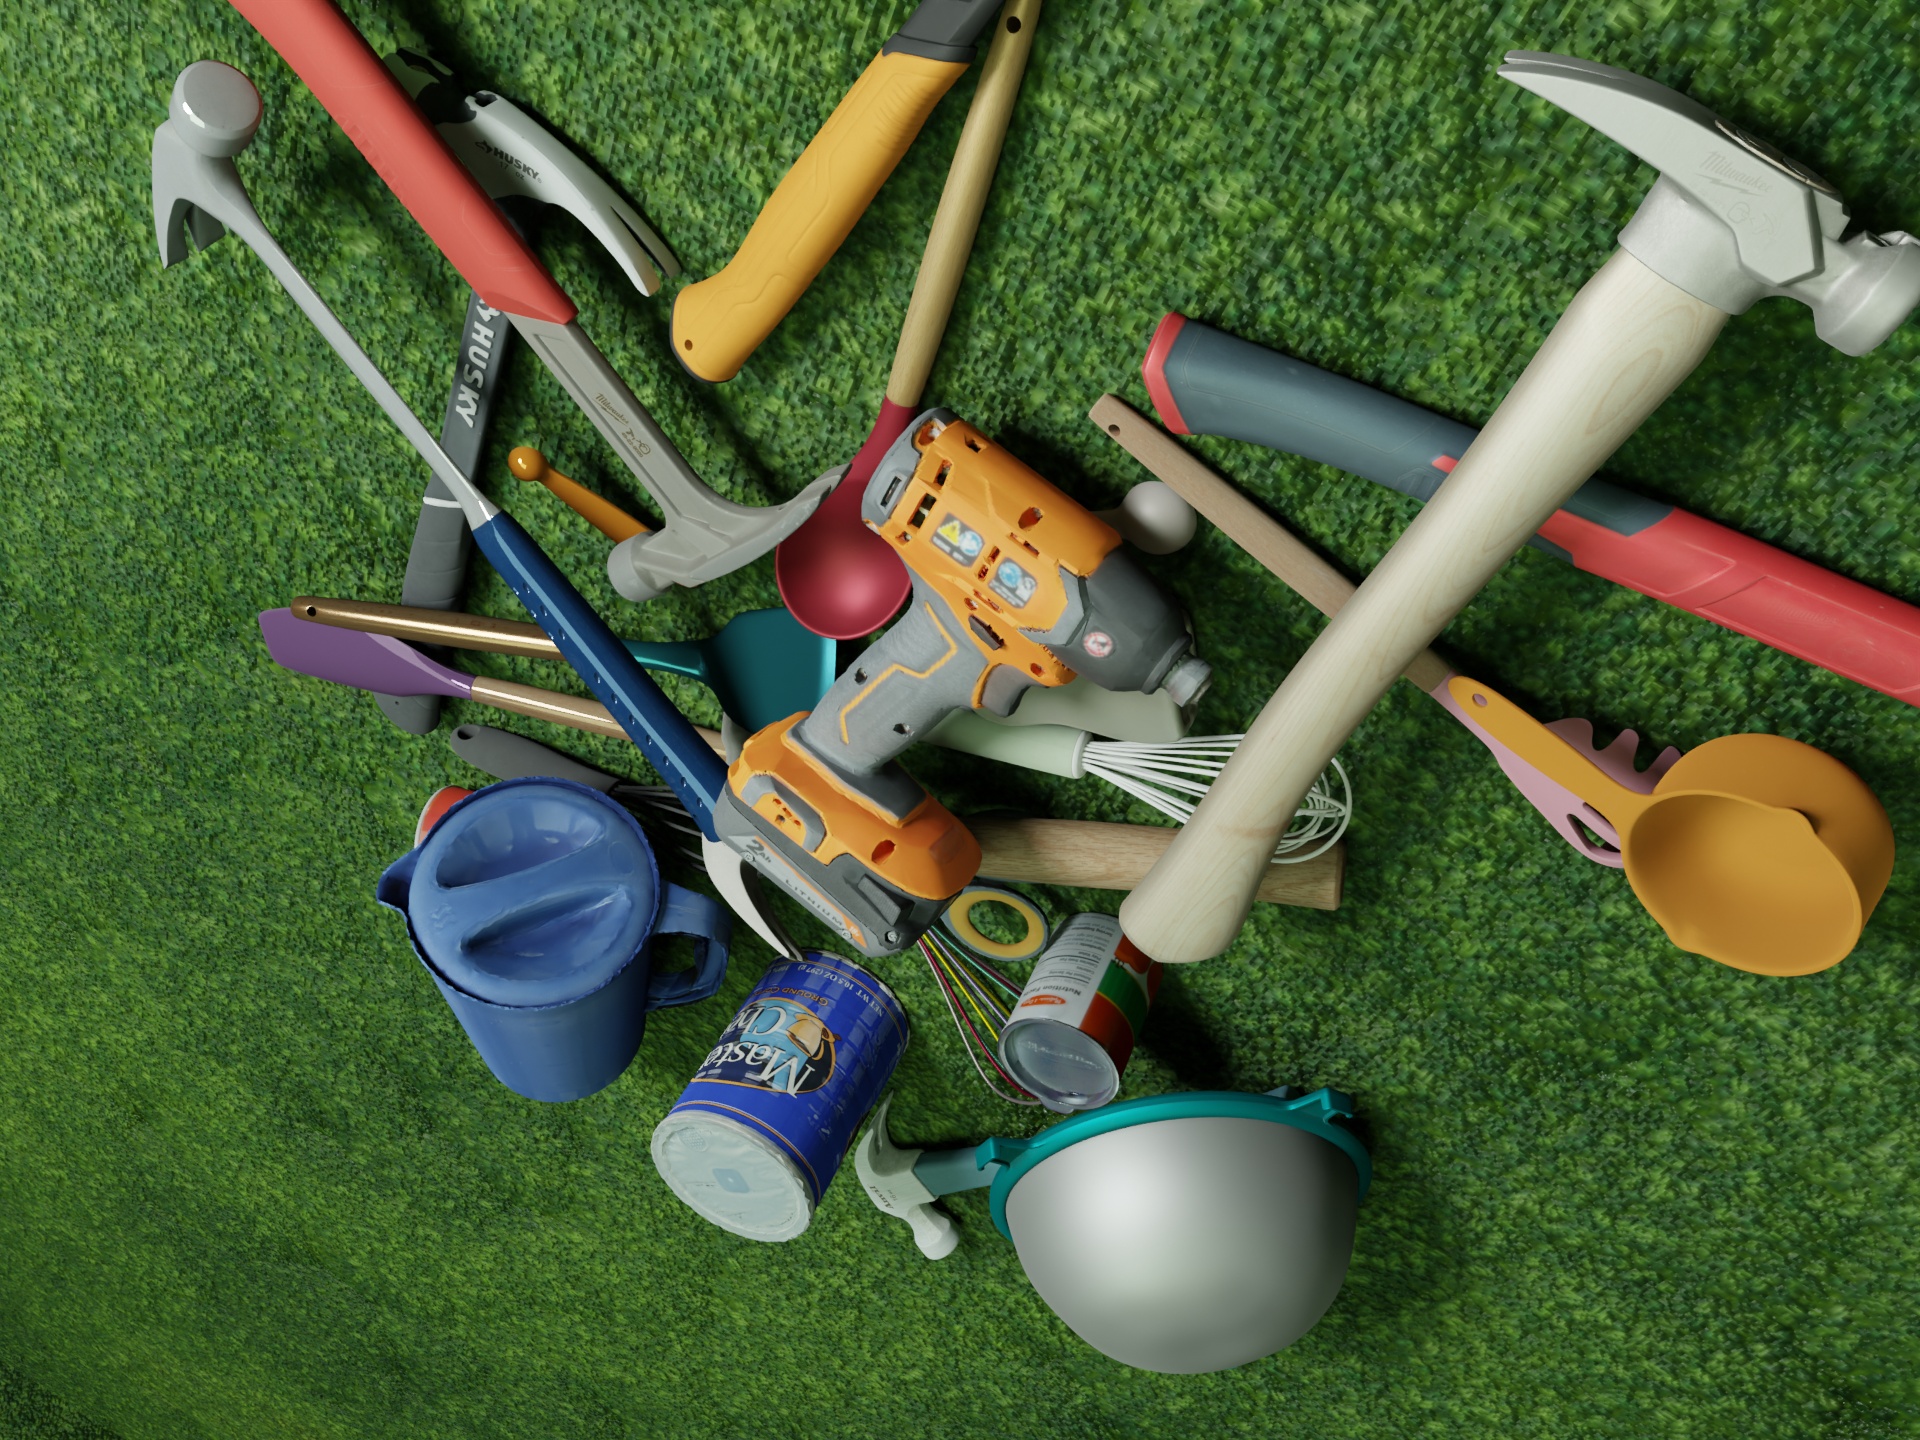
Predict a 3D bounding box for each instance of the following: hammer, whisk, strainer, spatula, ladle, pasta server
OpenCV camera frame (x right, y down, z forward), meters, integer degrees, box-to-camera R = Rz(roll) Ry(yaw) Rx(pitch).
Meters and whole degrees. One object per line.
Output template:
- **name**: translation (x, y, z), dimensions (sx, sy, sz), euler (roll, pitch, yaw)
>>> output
- **hammer**: translation (0.159, -0.043, 0.616), dimensions (0.146, 0.038, 0.410), euler (33, 130, 4)
- **whisk**: translation (-0.010, 0.130, 0.896), dimensions (0.051, 0.047, 0.245), euler (-28, 106, 41)
- **hammer**: translation (0.024, 0.067, 0.802), dimensions (0.331, 0.130, 0.031), euler (3, 170, 17)
- **strainer**: translation (0.137, 0.332, 0.898), dimensions (0.211, 0.095, 0.340), euler (-11, 136, 8)
- **hammer**: translation (-0.257, -0.128, 0.827), dimensions (0.149, 0.036, 0.408), euler (31, 134, 1)
- **hammer**: translation (-0.202, -0.210, 0.678), dimensions (0.149, 0.037, 0.358), euler (-19, 116, 41)
- **hammer**: translation (-0.234, -0.104, 0.760), dimensions (0.405, 0.035, 0.144), euler (53, 149, -16)
- **spatula**: translation (-0.214, -0.040, 0.840), dimensions (0.317, 0.044, 0.082), euler (8, 101, 10)
- **whisk**: translation (-0.202, 0.042, 0.928), dimensions (0.239, 0.055, 0.055), euler (18, 132, 20)
- **ladle**: translation (-0.020, -0.160, 0.683), dimensions (0.069, 0.031, 0.315), euler (24, 131, 2)
- **hammer**: translation (0.065, 0.265, 0.969), dimensions (0.331, 0.033, 0.128), euler (-21, 114, 38)
- **hammer**: translation (-0.020, -0.231, 0.604), dimensions (0.337, 0.034, 0.127), euler (-38, 81, 45)
- **spatula**: translation (-0.248, -0.014, 0.892), dimensions (0.316, 0.018, 0.059), euler (14, 137, 6)
- **pasta server**: translation (0.183, -0.038, 0.675), dimensions (0.316, 0.040, 0.060), euler (39, 133, 0)
- **hammer**: translation (0.254, -0.081, 0.593), dimensions (0.386, 0.038, 0.143), euler (25, 132, 8)
- **whisk**: translation (0.066, 0.017, 0.768), dimensions (0.246, 0.057, 0.059), euler (13, 88, 23)

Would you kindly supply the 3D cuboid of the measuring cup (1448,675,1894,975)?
- **measuring cup**: translation (0.276, 0.023, 0.623), dimensions (0.174, 0.052, 0.095), euler (39, 149, 22)

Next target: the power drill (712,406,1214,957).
- **power drill**: translation (-0.001, -0.002, 0.706), dimensions (0.164, 0.084, 0.226), euler (37, 121, 8)

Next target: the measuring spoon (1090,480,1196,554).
- **measuring spoon**: translation (0.047, -0.081, 0.715), dimensions (0.124, 0.018, 0.034), euler (-7, 122, 32)

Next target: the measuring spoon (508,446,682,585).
- **measuring spoon**: translation (-0.177, -0.098, 0.798), dimensions (0.021, 0.011, 0.116), euler (-29, 129, 35)
